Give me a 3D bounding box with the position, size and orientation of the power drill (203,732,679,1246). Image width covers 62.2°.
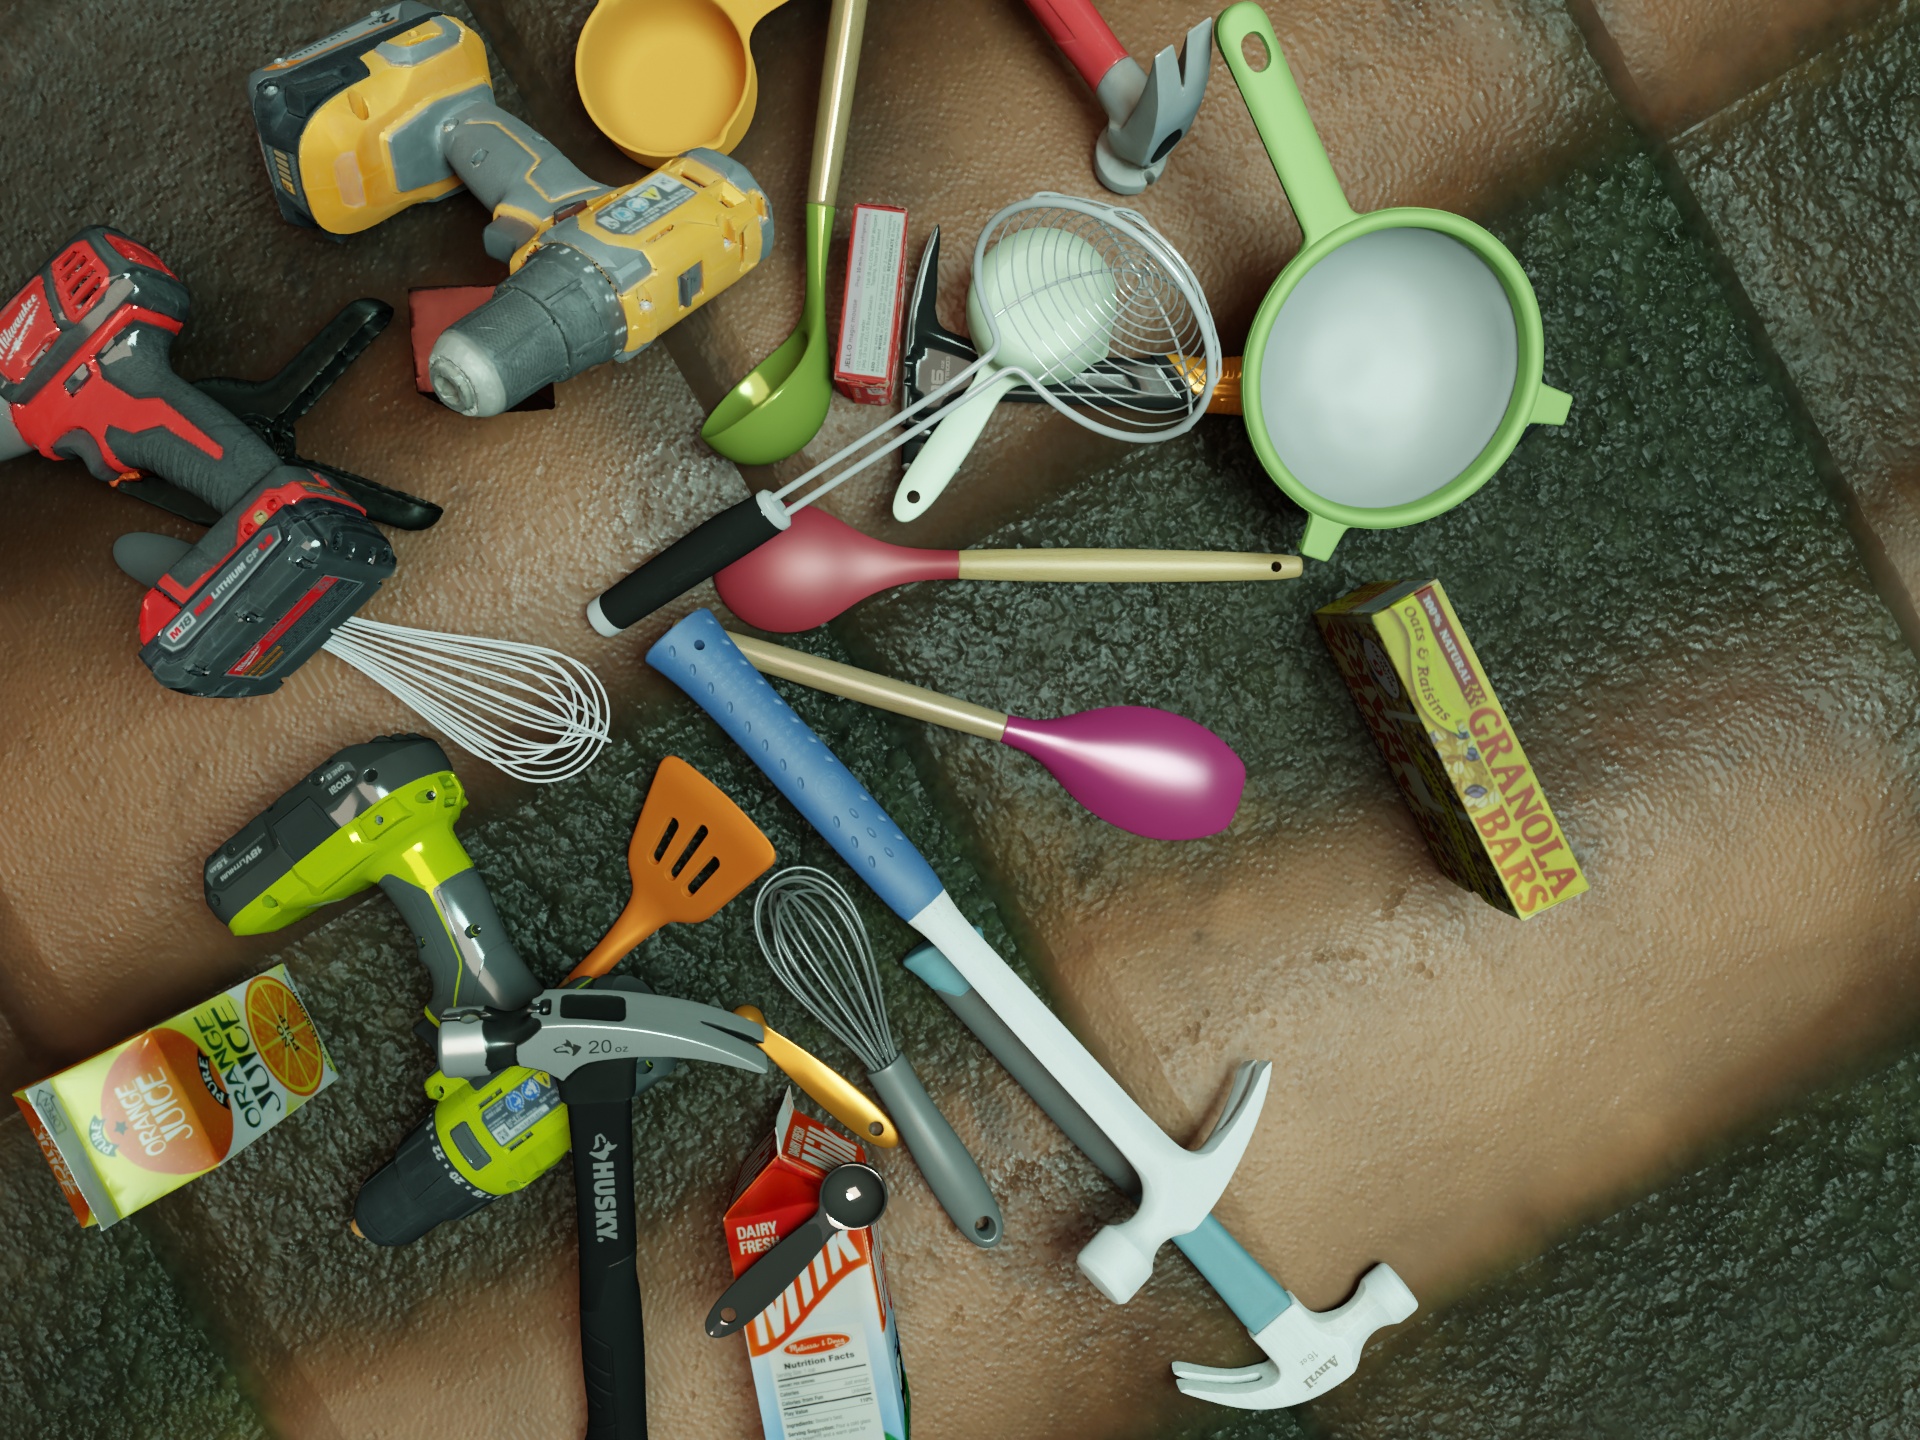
[{"bbox_3d":[-0.279,0.141,0.816,0.190,0.080,0.228,-37,86,9],"label":"power drill"}]

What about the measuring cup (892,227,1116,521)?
[{"bbox_3d":[0.015,-0.171,0.797,0.083,0.038,0.167,34,93,-4],"label":"measuring cup"}]

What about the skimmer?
[{"bbox_3d":[-0.048,-0.119,0.756,0.363,0.090,0.127,-29,115,21],"label":"skimmer"}]

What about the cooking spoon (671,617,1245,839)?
[{"bbox_3d":[-0.001,-0.003,0.854,0.319,0.017,0.069,17,93,-2],"label":"cooking spoon"}]

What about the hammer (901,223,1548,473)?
[{"bbox_3d":[0.138,-0.184,0.834,0.337,0.034,0.127,3,95,-1],"label":"hammer"}]

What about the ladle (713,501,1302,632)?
[{"bbox_3d":[0.025,-0.081,0.846,0.315,0.031,0.069,0,95,-2],"label":"ladle"}]

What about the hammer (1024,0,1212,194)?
[{"bbox_3d":[-0.012,-0.439,0.772,0.038,0.143,0.386,-36,89,-5],"label":"hammer"}]

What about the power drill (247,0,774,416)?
[{"bbox_3d":[-0.228,-0.235,0.742,0.226,0.084,0.185,32,56,16],"label":"power drill"}]

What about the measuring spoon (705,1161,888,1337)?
[{"bbox_3d":[-0.084,0.267,0.804,0.034,0.018,0.124,45,98,-3],"label":"measuring spoon"}]

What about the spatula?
[{"bbox_3d":[-0.224,0.160,0.853,0.081,0.041,0.322,42,94,7],"label":"spatula"}]

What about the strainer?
[{"bbox_3d":[0.175,-0.216,0.761,0.151,0.069,0.256,-30,110,1],"label":"strainer"}]

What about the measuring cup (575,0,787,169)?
[{"bbox_3d":[-0.113,-0.351,0.813,0.173,0.052,0.095,-36,94,0],"label":"measuring cup"}]

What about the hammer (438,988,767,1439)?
[{"bbox_3d":[-0.172,0.277,0.803,0.146,0.035,0.334,-2,118,-11],"label":"hammer"}]

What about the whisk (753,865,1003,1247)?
[{"bbox_3d":[-0.038,0.184,0.856,0.055,0.055,0.239,-29,98,2],"label":"whisk"}]

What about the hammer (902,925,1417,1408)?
[{"bbox_3d":[0.094,0.238,0.865,0.128,0.033,0.331,-42,93,1],"label":"hammer"}]

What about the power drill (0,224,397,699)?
[{"bbox_3d":[-0.399,-0.121,0.781,0.143,0.078,0.220,-43,83,5],"label":"power drill"}]

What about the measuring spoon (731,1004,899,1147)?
[{"bbox_3d":[-0.080,0.197,0.871,0.117,0.011,0.021,40,93,-3],"label":"measuring spoon"}]

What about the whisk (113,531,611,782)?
[{"bbox_3d":[-0.314,-0.041,0.831,0.284,0.070,0.070,21,94,3],"label":"whisk"}]

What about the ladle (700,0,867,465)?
[{"bbox_3d":[-0.077,-0.285,0.787,0.062,0.078,0.320,5,103,-22],"label":"ladle"}]

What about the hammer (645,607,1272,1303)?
[{"bbox_3d":[-0.006,0.100,0.823,0.144,0.035,0.405,-42,90,-19],"label":"hammer"}]
